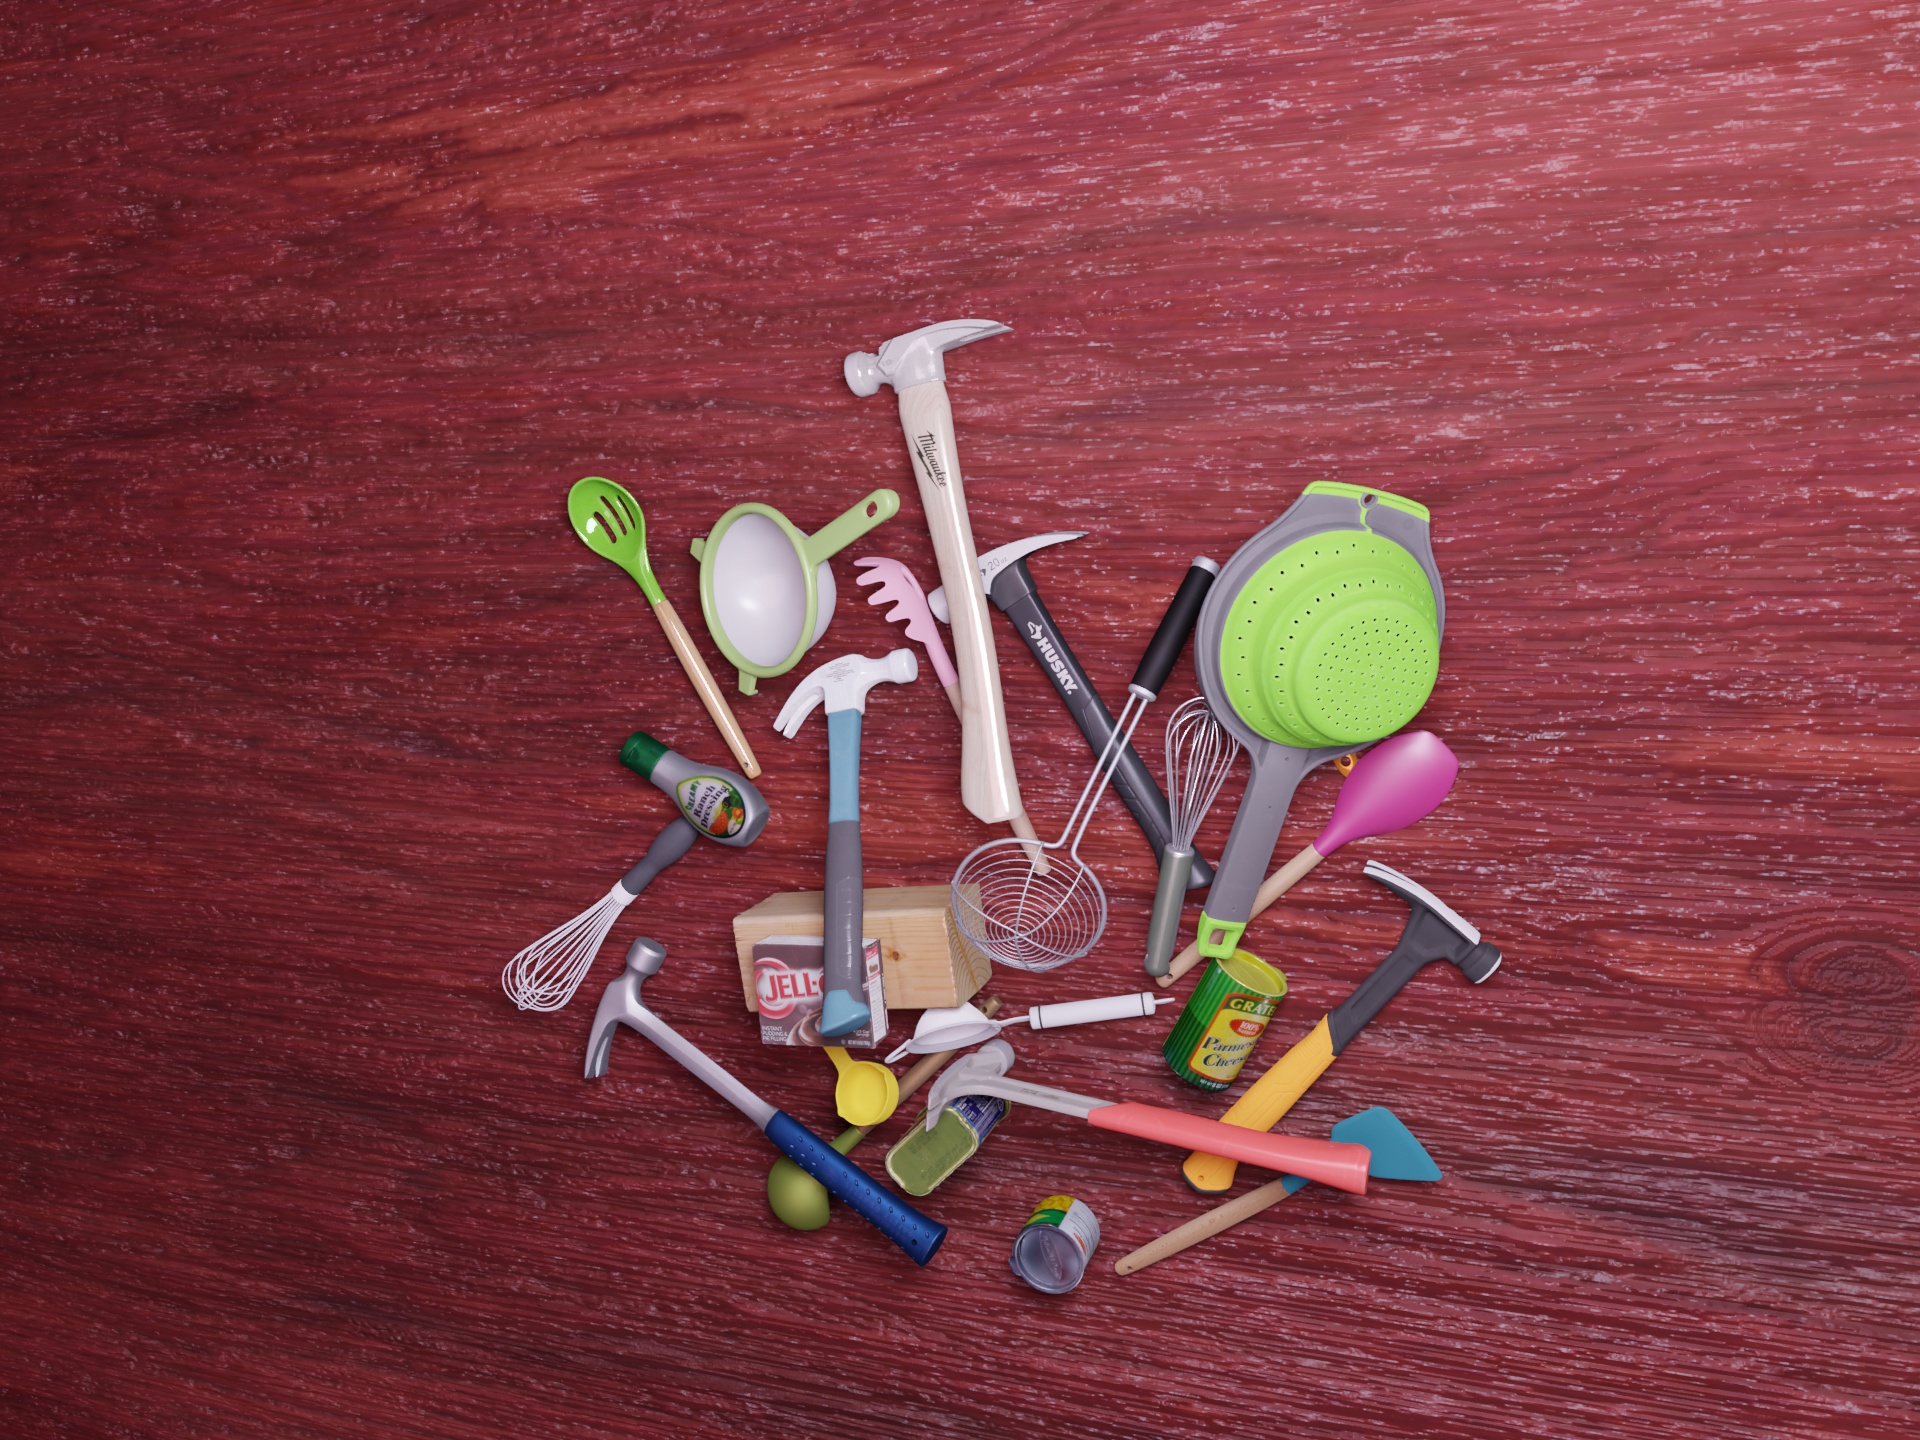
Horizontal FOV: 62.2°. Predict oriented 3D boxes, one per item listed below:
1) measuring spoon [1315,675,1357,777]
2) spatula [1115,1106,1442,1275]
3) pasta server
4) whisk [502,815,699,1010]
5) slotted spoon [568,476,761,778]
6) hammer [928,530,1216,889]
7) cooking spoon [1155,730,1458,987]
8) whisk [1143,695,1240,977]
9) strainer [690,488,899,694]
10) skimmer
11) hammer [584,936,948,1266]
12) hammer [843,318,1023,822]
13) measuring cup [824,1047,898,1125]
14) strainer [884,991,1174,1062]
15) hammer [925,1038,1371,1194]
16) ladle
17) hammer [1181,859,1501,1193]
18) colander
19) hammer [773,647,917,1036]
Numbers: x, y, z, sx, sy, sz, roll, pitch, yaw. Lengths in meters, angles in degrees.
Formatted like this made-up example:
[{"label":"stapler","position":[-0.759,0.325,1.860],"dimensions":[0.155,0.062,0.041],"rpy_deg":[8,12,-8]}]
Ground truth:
[{"label":"measuring spoon","position":[0.294,-0.007,1.278],"dimensions":[0.021,0.011,0.117],"rpy_deg":[-20,94,23]},{"label":"spatula","position":[0.257,0.416,1.365],"dimensions":[0.317,0.044,0.082],"rpy_deg":[-36,100,25]},{"label":"pasta server","position":[-0.002,-0.004,1.376],"dimensions":[0.040,0.060,0.316],"rpy_deg":[-25,96,16]},{"label":"whisk","position":[-0.346,0.186,1.539],"dimensions":[0.070,0.070,0.284],"rpy_deg":[47,108,6]},{"label":"slotted spoon","position":[-0.266,-0.085,1.467],"dimensions":[0.070,0.031,0.314],"rpy_deg":[-28,92,24]},{"label":"hammer","position":[0.117,-0.004,1.334],"dimensions":[0.146,0.035,0.335],"rpy_deg":[-32,89,24]},{"label":"cooking spoon","position":[0.276,0.123,1.309],"dimensions":[0.069,0.017,0.319],"rpy_deg":[46,113,1]},{"label":"whisk","position":[0.180,0.097,1.291],"dimensions":[0.059,0.058,0.246],"rpy_deg":[10,108,5]},{"label":"strainer","position":[-0.122,-0.134,1.355],"dimensions":[0.256,0.069,0.151],"rpy_deg":[-28,79,41]},{"label":"skimmer","position":[0.114,0.034,1.292],"dimensions":[0.127,0.090,0.363],"rpy_deg":[28,83,-2]},{"label":"hammer","position":[-0.186,0.372,1.482],"dimensions":[0.406,0.035,0.144],"rpy_deg":[32,98,21]},{"label":"hammer","position":[0.008,-0.121,1.313],"dimensions":[0.146,0.038,0.410],"rpy_deg":[-11,88,26]},{"label":"measuring cup","position":[-0.108,0.306,1.475],"dimensions":[0.062,0.029,0.157],"rpy_deg":[-45,58,13]},{"label":"strainer","position":[0.058,0.259,1.391],"dimensions":[0.258,0.086,0.050],"rpy_deg":[-9,67,7]},{"label":"hammer","position":[0.155,0.337,1.319],"dimensions":[0.359,0.149,0.036],"rpy_deg":[9,103,22]},{"label":"ladle","position":[-0.068,0.363,1.484],"dimensions":[0.320,0.062,0.078],"rpy_deg":[-46,64,15]},{"label":"hammer","position":[0.290,0.272,1.327],"dimensions":[0.127,0.034,0.336],"rpy_deg":[39,112,8]},{"label":"colander","position":[0.264,0.025,1.204],"dimensions":[0.204,0.095,0.397],"rpy_deg":[9,110,-17]},{"label":"hammer","position":[-0.098,0.101,1.352],"dimensions":[0.128,0.033,0.331],"rpy_deg":[-9,67,20]}]
